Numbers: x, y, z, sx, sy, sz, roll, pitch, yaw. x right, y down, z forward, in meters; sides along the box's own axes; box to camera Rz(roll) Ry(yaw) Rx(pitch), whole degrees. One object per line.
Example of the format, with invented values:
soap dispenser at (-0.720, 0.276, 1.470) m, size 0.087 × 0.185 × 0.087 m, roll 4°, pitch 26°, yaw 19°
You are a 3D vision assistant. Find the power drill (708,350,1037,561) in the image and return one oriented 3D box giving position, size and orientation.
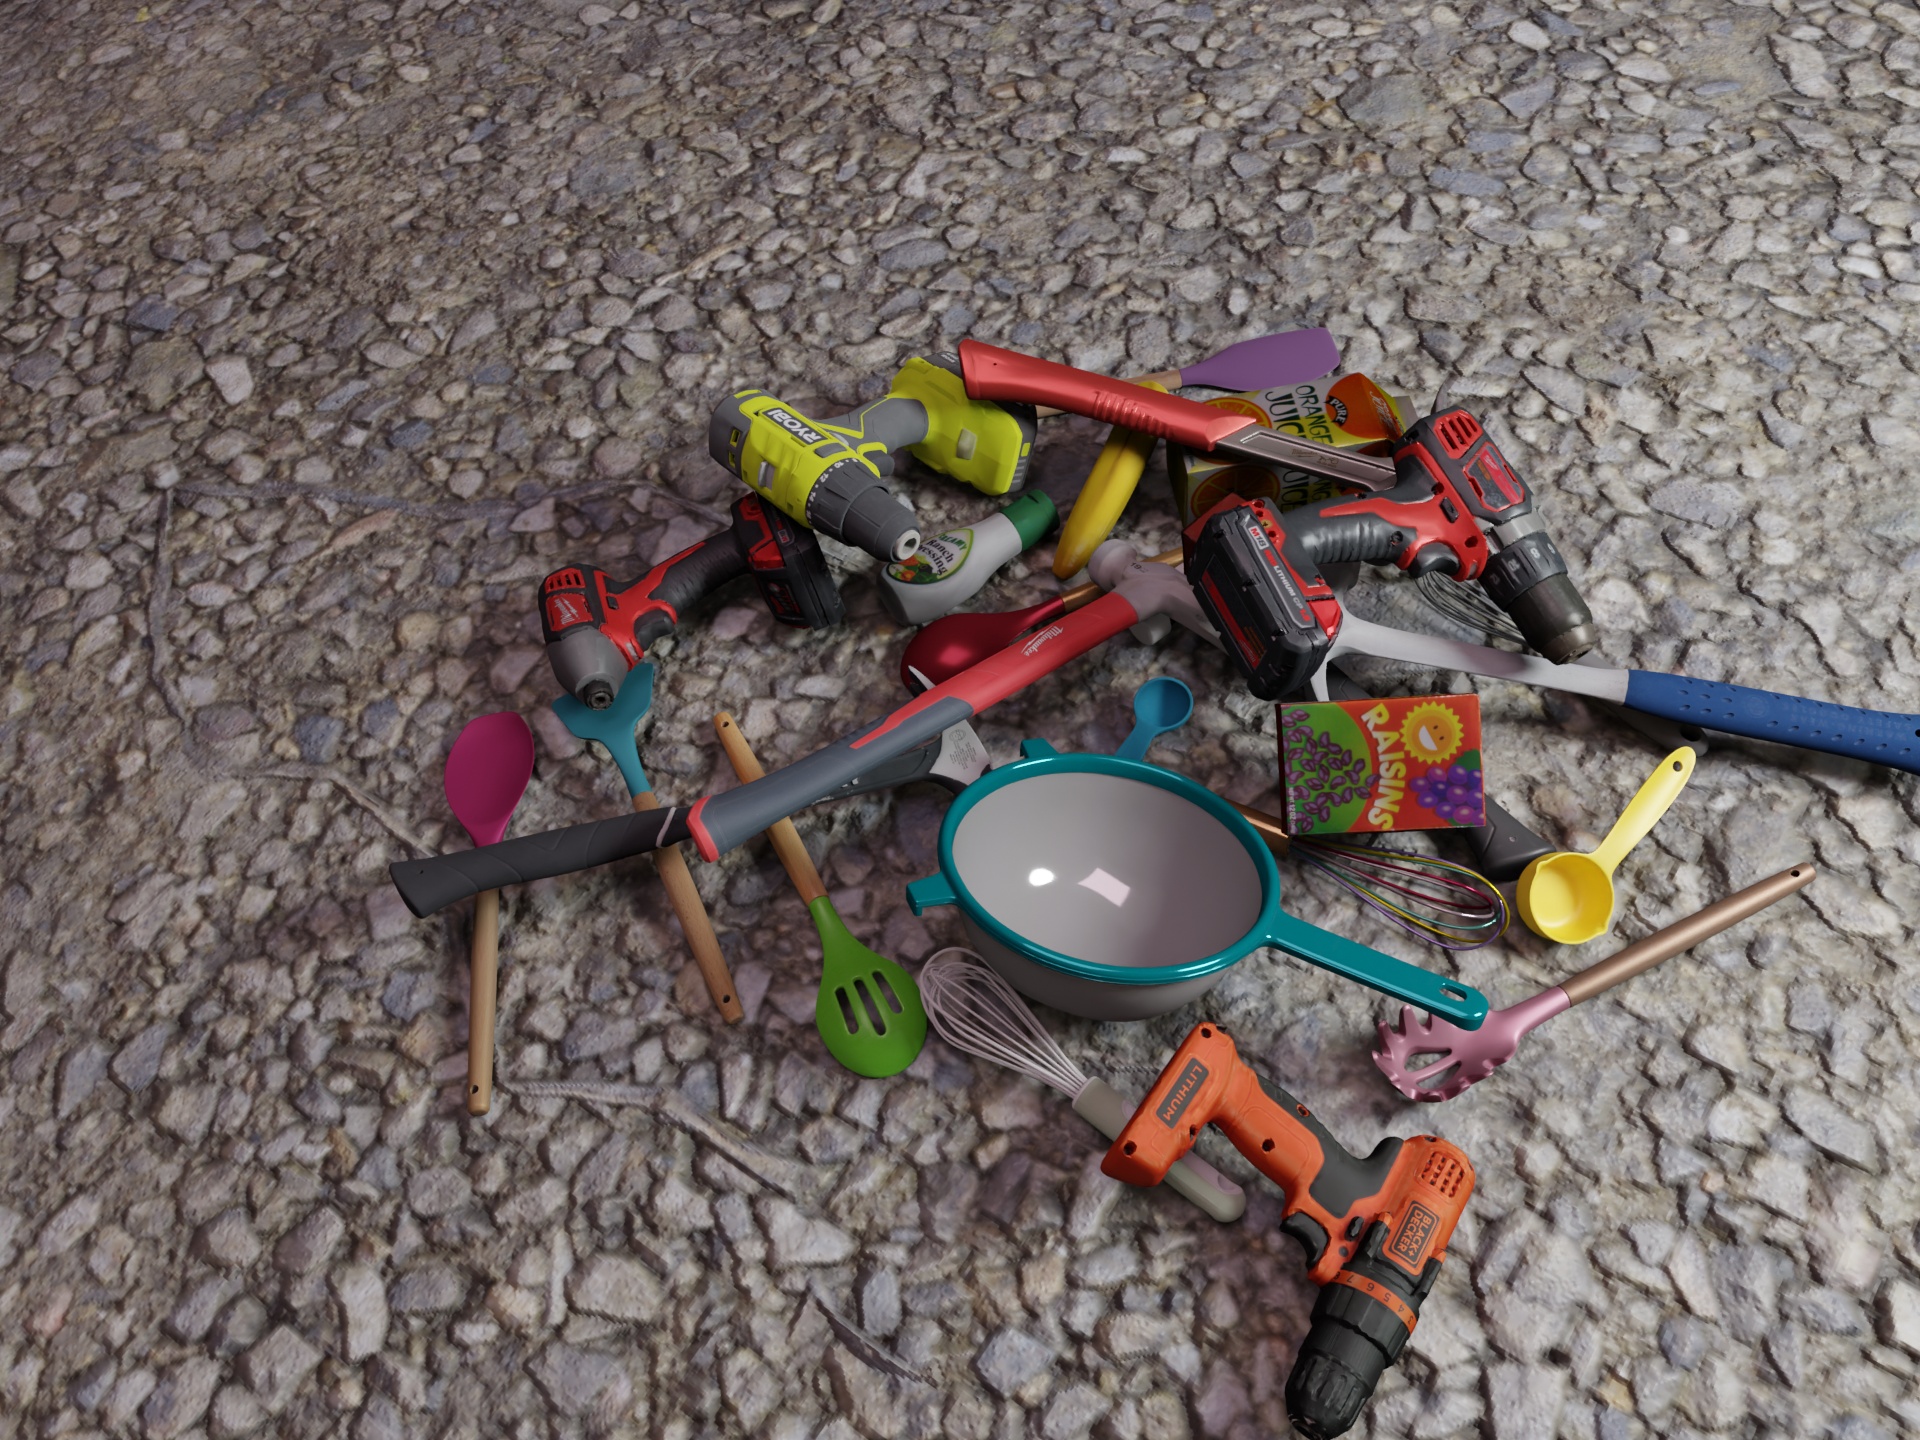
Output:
power drill at (-0.049, -0.198, 1.198) m, size 0.191 × 0.080 × 0.228 m, roll 37°, pitch 42°, yaw 27°

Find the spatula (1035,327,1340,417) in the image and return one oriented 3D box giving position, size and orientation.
spatula at (0.156, -0.275, 1.312) m, size 0.316 × 0.018 × 0.060 m, roll -11°, pitch 61°, yaw 0°

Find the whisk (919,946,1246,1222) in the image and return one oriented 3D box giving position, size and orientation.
whisk at (0.070, 0.222, 0.971) m, size 0.246 × 0.057 × 0.059 m, roll 34°, pitch 107°, yaw 22°

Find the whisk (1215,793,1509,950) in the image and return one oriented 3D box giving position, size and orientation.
whisk at (0.239, 0.083, 1.041) m, size 0.245 × 0.047 × 0.051 m, roll 22°, pitch 63°, yaw 25°

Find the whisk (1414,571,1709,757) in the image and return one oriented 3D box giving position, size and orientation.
whisk at (0.416, -0.052, 1.107) m, size 0.055 × 0.055 × 0.239 m, roll -39°, pitch 64°, yaw -17°

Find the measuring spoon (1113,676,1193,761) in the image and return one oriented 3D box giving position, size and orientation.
measuring spoon at (0.121, 0.026, 1.117) m, size 0.042 × 0.021 × 0.129 m, roll 27°, pitch 73°, yaw 24°

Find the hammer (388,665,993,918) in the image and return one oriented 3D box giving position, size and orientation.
hammer at (-0.181, 0.063, 1.086) m, size 0.409 × 0.036 × 0.149 m, roll -13°, pitch 52°, yaw -8°

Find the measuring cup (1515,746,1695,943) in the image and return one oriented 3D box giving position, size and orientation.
measuring cup at (0.410, 0.075, 1.006) m, size 0.062 × 0.029 × 0.156 m, roll 44°, pitch 79°, yaw -5°

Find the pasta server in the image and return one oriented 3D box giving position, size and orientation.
pasta server at (0.392, 0.154, 0.972) m, size 0.316 × 0.040 × 0.060 m, roll -24°, pitch 51°, yaw -9°

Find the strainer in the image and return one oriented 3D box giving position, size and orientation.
strainer at (0.144, 0.139, 0.978) m, size 0.340 × 0.095 × 0.211 m, roll 21°, pitch 37°, yaw 16°

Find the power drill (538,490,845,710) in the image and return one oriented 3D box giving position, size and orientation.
power drill at (-0.207, -0.089, 1.197) m, size 0.219 × 0.078 × 0.143 m, roll -23°, pitch 44°, yaw -3°

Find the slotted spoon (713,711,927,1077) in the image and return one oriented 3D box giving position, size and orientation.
slotted spoon at (-0.109, 0.106, 1.088) m, size 0.070 × 0.031 × 0.314 m, roll -24°, pitch 54°, yaw -12°

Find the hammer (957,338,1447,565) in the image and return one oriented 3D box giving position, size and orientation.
hammer at (0.168, -0.228, 1.172) m, size 0.359 × 0.036 × 0.149 m, roll 19°, pitch 67°, yaw 15°

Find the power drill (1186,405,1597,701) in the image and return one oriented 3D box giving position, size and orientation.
power drill at (0.283, -0.091, 1.027) m, size 0.226 × 0.080 × 0.188 m, roll -22°, pitch 71°, yaw -14°

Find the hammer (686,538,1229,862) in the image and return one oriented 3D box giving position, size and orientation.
hammer at (-0.002, -0.003, 1.070) m, size 0.386 × 0.038 × 0.143 m, roll -29°, pitch 41°, yaw -17°

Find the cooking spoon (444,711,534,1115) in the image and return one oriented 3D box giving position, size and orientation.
cooking spoon at (-0.332, 0.124, 1.114) m, size 0.069 × 0.017 × 0.319 m, roll -11°, pitch 55°, yaw 2°

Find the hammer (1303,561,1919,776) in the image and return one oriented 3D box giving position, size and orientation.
hammer at (0.425, -0.018, 1.046) m, size 0.405 × 0.035 × 0.144 m, roll 12°, pitch 65°, yaw 9°

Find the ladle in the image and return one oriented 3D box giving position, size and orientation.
ladle at (0.100, -0.095, 1.194) m, size 0.315 × 0.031 × 0.069 m, roll -22°, pitch 53°, yaw -8°

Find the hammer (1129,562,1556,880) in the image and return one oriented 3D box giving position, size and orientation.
hammer at (0.276, -0.013, 1.105) m, size 0.146 × 0.035 × 0.335 m, roll -35°, pitch 58°, yaw -14°

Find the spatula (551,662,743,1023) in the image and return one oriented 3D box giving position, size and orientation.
spatula at (-0.212, 0.079, 1.125) m, size 0.082 × 0.044 × 0.318 m, roll -23°, pitch 60°, yaw -9°
